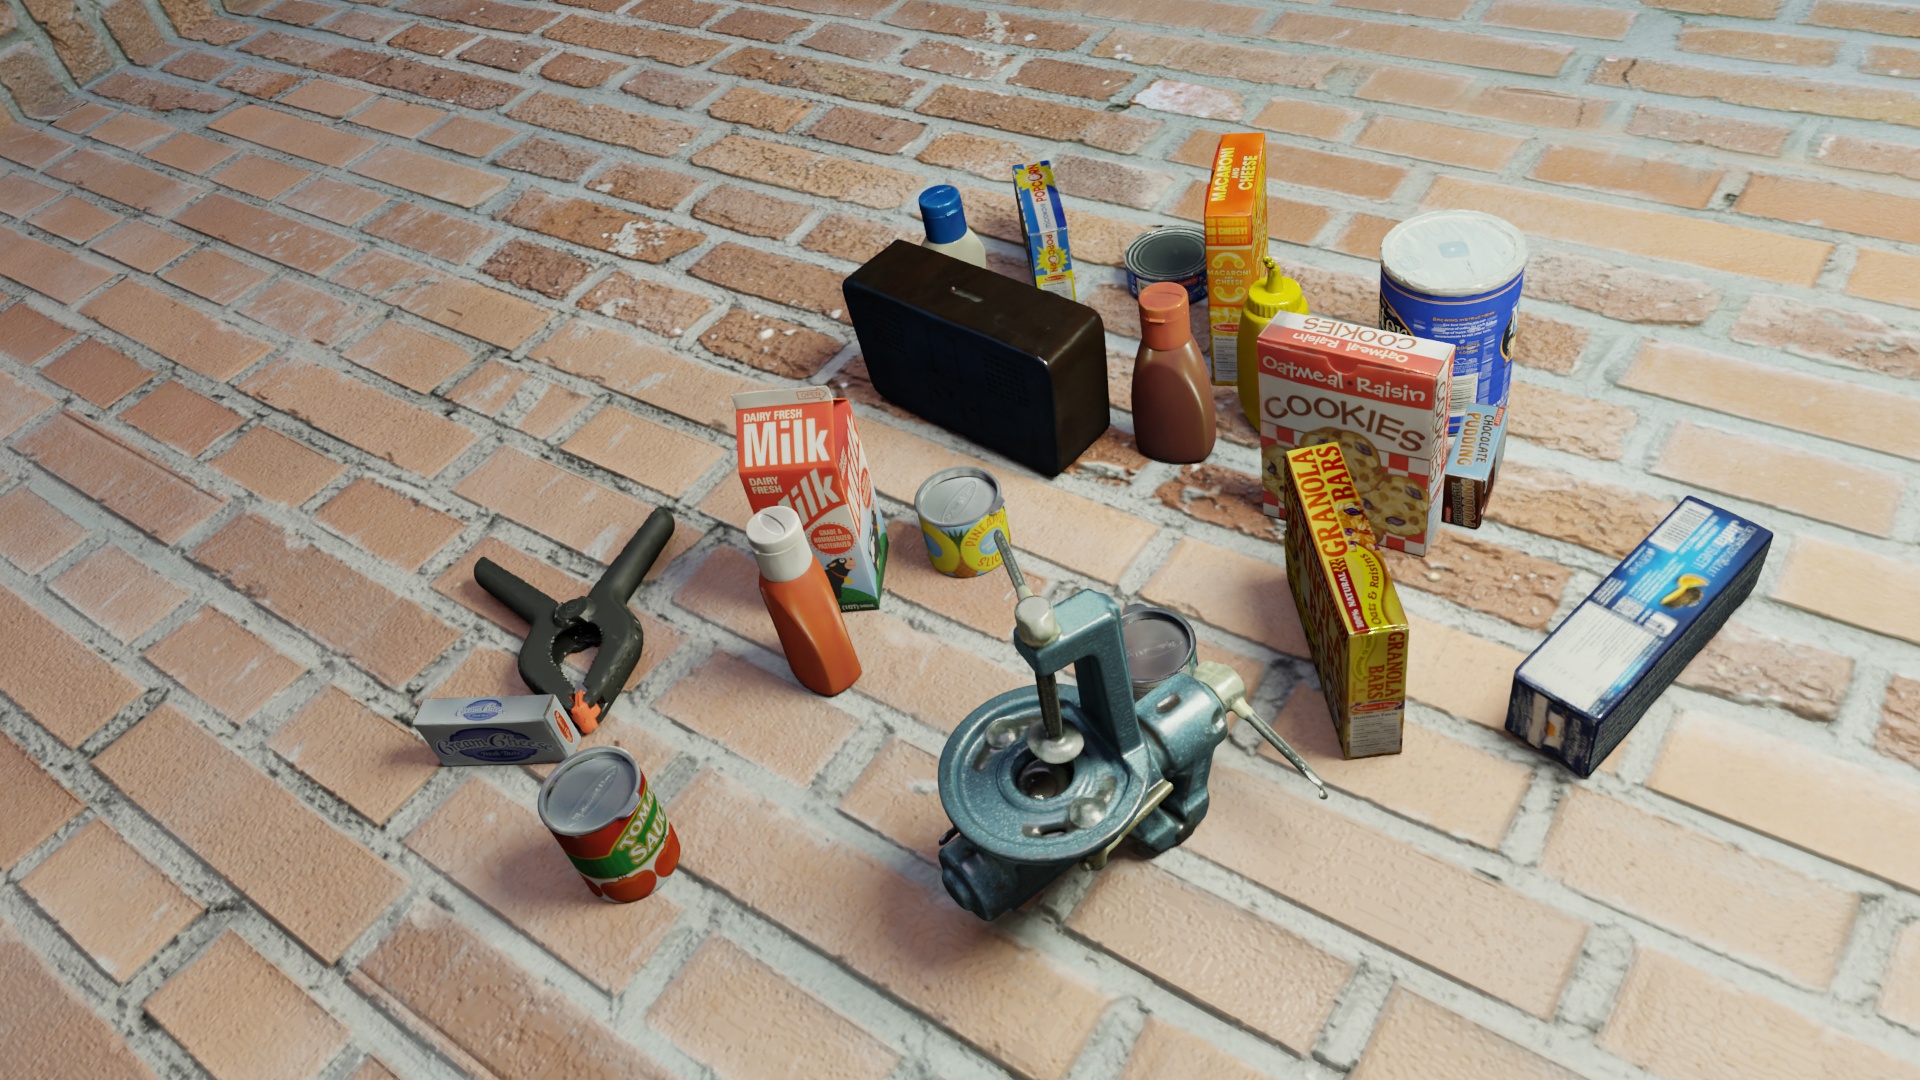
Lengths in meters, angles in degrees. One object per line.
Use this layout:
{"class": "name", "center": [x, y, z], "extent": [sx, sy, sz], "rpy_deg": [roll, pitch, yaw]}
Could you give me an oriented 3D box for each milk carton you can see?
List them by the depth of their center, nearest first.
{"class": "milk carton", "center": [-0.108, -0.036, 1.009], "extent": [0.072, 0.189, 0.074], "rpy_deg": [-5, 44, 10]}

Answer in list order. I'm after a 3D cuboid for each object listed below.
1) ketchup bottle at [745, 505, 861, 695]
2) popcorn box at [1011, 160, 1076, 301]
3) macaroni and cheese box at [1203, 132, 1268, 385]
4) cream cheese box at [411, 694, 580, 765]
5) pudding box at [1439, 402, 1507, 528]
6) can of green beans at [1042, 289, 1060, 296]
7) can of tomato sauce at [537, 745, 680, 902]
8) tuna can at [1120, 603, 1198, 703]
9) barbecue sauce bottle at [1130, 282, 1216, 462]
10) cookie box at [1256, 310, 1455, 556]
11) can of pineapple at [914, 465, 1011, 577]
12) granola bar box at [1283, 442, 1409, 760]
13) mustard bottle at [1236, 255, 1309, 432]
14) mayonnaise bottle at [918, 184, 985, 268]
{"class": "ketchup bottle", "center": [-0.111, 0.041, 0.961], "extent": [0.044, 0.148, 0.065], "rpy_deg": [-37, 48, -22]}
{"class": "popcorn box", "center": [0.078, -0.285, 1.293], "extent": [0.038, 0.084, 0.127], "rpy_deg": [-11, 44, 3]}
{"class": "macaroni and cheese box", "center": [0.228, -0.229, 1.140], "extent": [0.040, 0.165, 0.124], "rpy_deg": [3, 46, 17]}
{"class": "cream cheese box", "center": [-0.330, 0.135, 0.988], "extent": [0.104, 0.053, 0.024], "rpy_deg": [-3, 45, 11]}
{"class": "pudding box", "center": [0.374, -0.055, 1.010], "extent": [0.030, 0.049, 0.084], "rpy_deg": [13, 50, 25]}
{"class": "can of green beans", "center": [0.064, -0.175, 1.204], "extent": [0.071, 0.057, 0.071], "rpy_deg": [-7, 44, 7]}
{"class": "can of tomato sauce", "center": [-0.222, 0.183, 0.891], "extent": [0.071, 0.082, 0.071], "rpy_deg": [-7, 44, 7]}
{"class": "tuna can", "center": [0.128, 0.079, 0.947], "extent": [0.071, 0.032, 0.071], "rpy_deg": [-7, 44, 7]}
{"class": "barbecue sauce bottle", "center": [0.161, -0.127, 1.065], "extent": [0.065, 0.147, 0.044], "rpy_deg": [10, 48, 23]}
{"class": "cookie box", "center": [0.273, -0.073, 0.968], "extent": [0.123, 0.166, 0.040], "rpy_deg": [17, 52, 29]}
{"class": "can of pineapple", "center": [0.004, -0.013, 1.054], "extent": [0.071, 0.057, 0.071], "rpy_deg": [-7, 44, 7]}
{"class": "granola bar box", "center": [0.245, 0.038, 0.894], "extent": [0.039, 0.123, 0.166], "rpy_deg": [-10, 44, 5]}
{"class": "mustard bottle", "center": [0.242, -0.150, 1.060], "extent": [0.049, 0.159, 0.065], "rpy_deg": [-28, 45, -14]}
{"class": "mayonnaise bottle", "center": [-0.005, -0.241, 1.223], "extent": [0.065, 0.147, 0.041], "rpy_deg": [-29, 46, -16]}
